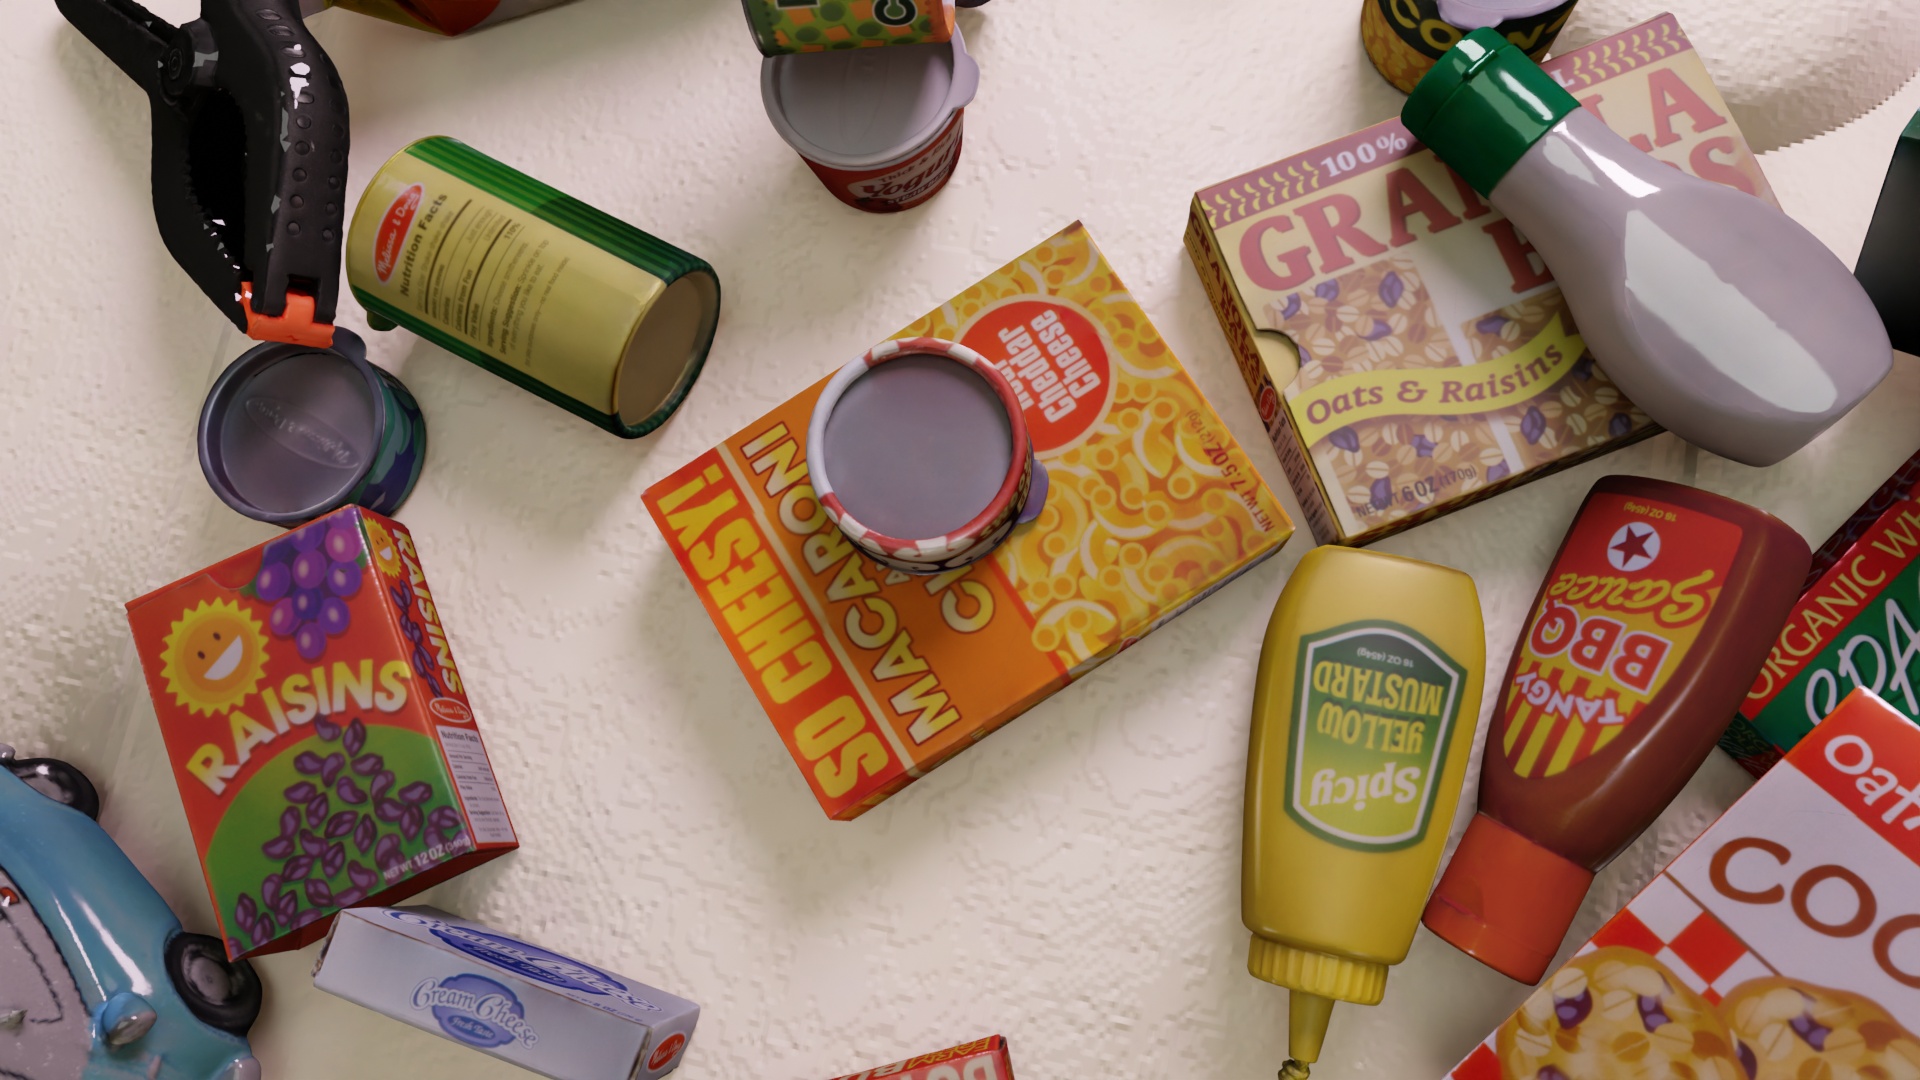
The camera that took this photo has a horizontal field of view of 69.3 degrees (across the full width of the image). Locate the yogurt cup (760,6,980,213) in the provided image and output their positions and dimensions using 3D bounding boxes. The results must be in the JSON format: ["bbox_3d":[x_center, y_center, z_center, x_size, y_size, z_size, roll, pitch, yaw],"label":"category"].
[{"bbox_3d":[-0.029,-0.147,0.471,0.072,0.054,0.072,-1,79,6],"label":"yogurt cup"}]

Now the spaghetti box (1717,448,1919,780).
[{"bbox_3d":[0.326,-0.020,0.424,0.250,0.028,0.050,-43,77,-4],"label":"spaghetti box"}]

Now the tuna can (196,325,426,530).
[{"bbox_3d":[-0.221,-0.037,0.480,0.071,0.033,0.071,-1,79,5],"label":"tuna can"}]

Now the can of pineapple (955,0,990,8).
[{"bbox_3d":[-0.016,-0.226,0.482,0.071,0.071,0.058,-3,78,5],"label":"can of pineapple"}]

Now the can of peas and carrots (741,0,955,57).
[{"bbox_3d":[-0.034,-0.180,0.414,0.059,0.071,0.071,-3,79,5],"label":"can of peas and carrots"}]

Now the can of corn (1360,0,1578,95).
[{"bbox_3d":[0.169,-0.184,0.457,0.071,0.058,0.071,-1,79,5],"label":"can of corn"}]

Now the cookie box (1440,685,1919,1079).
[{"bbox_3d":[0.226,0.140,0.358,0.167,0.040,0.123,-48,54,8],"label":"cookie box"}]

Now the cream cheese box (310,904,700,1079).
[{"bbox_3d":[-0.137,0.140,0.425,0.104,0.053,0.024,17,79,9],"label":"cream cheese box"}]

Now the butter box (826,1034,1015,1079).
[{"bbox_3d":[-0.030,0.189,0.420,0.103,0.024,0.053,-16,78,3],"label":"butter box"}]

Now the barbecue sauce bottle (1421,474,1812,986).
[{"bbox_3d":[0.186,0.056,0.409,0.043,0.065,0.148,28,90,-31],"label":"barbecue sauce bottle"}]

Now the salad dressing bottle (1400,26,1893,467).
[{"bbox_3d":[0.194,-0.088,0.403,0.064,0.044,0.148,-42,78,-1],"label":"salad dressing bottle"}]

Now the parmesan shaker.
[{"bbox_3d":[-0.141,-0.081,0.465,0.103,0.071,0.071,27,83,9],"label":"parmesan shaker"}]

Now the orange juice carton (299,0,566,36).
[{"bbox_3d":[-0.153,-0.242,0.493,0.193,0.073,0.072,-16,78,3],"label":"orange juice carton"}]

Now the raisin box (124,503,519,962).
[{"bbox_3d":[-0.210,0.061,0.456,0.086,0.040,0.123,-24,77,1],"label":"raisin box"}]

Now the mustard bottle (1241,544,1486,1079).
[{"bbox_3d":[0.115,0.084,0.413,0.065,0.048,0.160,10,80,9],"label":"mustard bottle"}]

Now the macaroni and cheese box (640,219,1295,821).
[{"bbox_3d":[0.002,-0.006,0.447,0.166,0.040,0.124,-32,77,-2],"label":"macaroni and cheese box"}]

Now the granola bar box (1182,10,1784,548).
[{"bbox_3d":[0.172,-0.081,0.446,0.165,0.039,0.124,-21,77,1],"label":"granola bar box"}]

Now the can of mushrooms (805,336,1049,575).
[{"bbox_3d":[-0.009,-0.025,0.413,0.071,0.033,0.071,-1,78,5],"label":"can of mushrooms"}]

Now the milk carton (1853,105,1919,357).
[{"bbox_3d":[0.337,-0.132,0.400,0.072,0.073,0.191,31,66,34],"label":"milk carton"}]
